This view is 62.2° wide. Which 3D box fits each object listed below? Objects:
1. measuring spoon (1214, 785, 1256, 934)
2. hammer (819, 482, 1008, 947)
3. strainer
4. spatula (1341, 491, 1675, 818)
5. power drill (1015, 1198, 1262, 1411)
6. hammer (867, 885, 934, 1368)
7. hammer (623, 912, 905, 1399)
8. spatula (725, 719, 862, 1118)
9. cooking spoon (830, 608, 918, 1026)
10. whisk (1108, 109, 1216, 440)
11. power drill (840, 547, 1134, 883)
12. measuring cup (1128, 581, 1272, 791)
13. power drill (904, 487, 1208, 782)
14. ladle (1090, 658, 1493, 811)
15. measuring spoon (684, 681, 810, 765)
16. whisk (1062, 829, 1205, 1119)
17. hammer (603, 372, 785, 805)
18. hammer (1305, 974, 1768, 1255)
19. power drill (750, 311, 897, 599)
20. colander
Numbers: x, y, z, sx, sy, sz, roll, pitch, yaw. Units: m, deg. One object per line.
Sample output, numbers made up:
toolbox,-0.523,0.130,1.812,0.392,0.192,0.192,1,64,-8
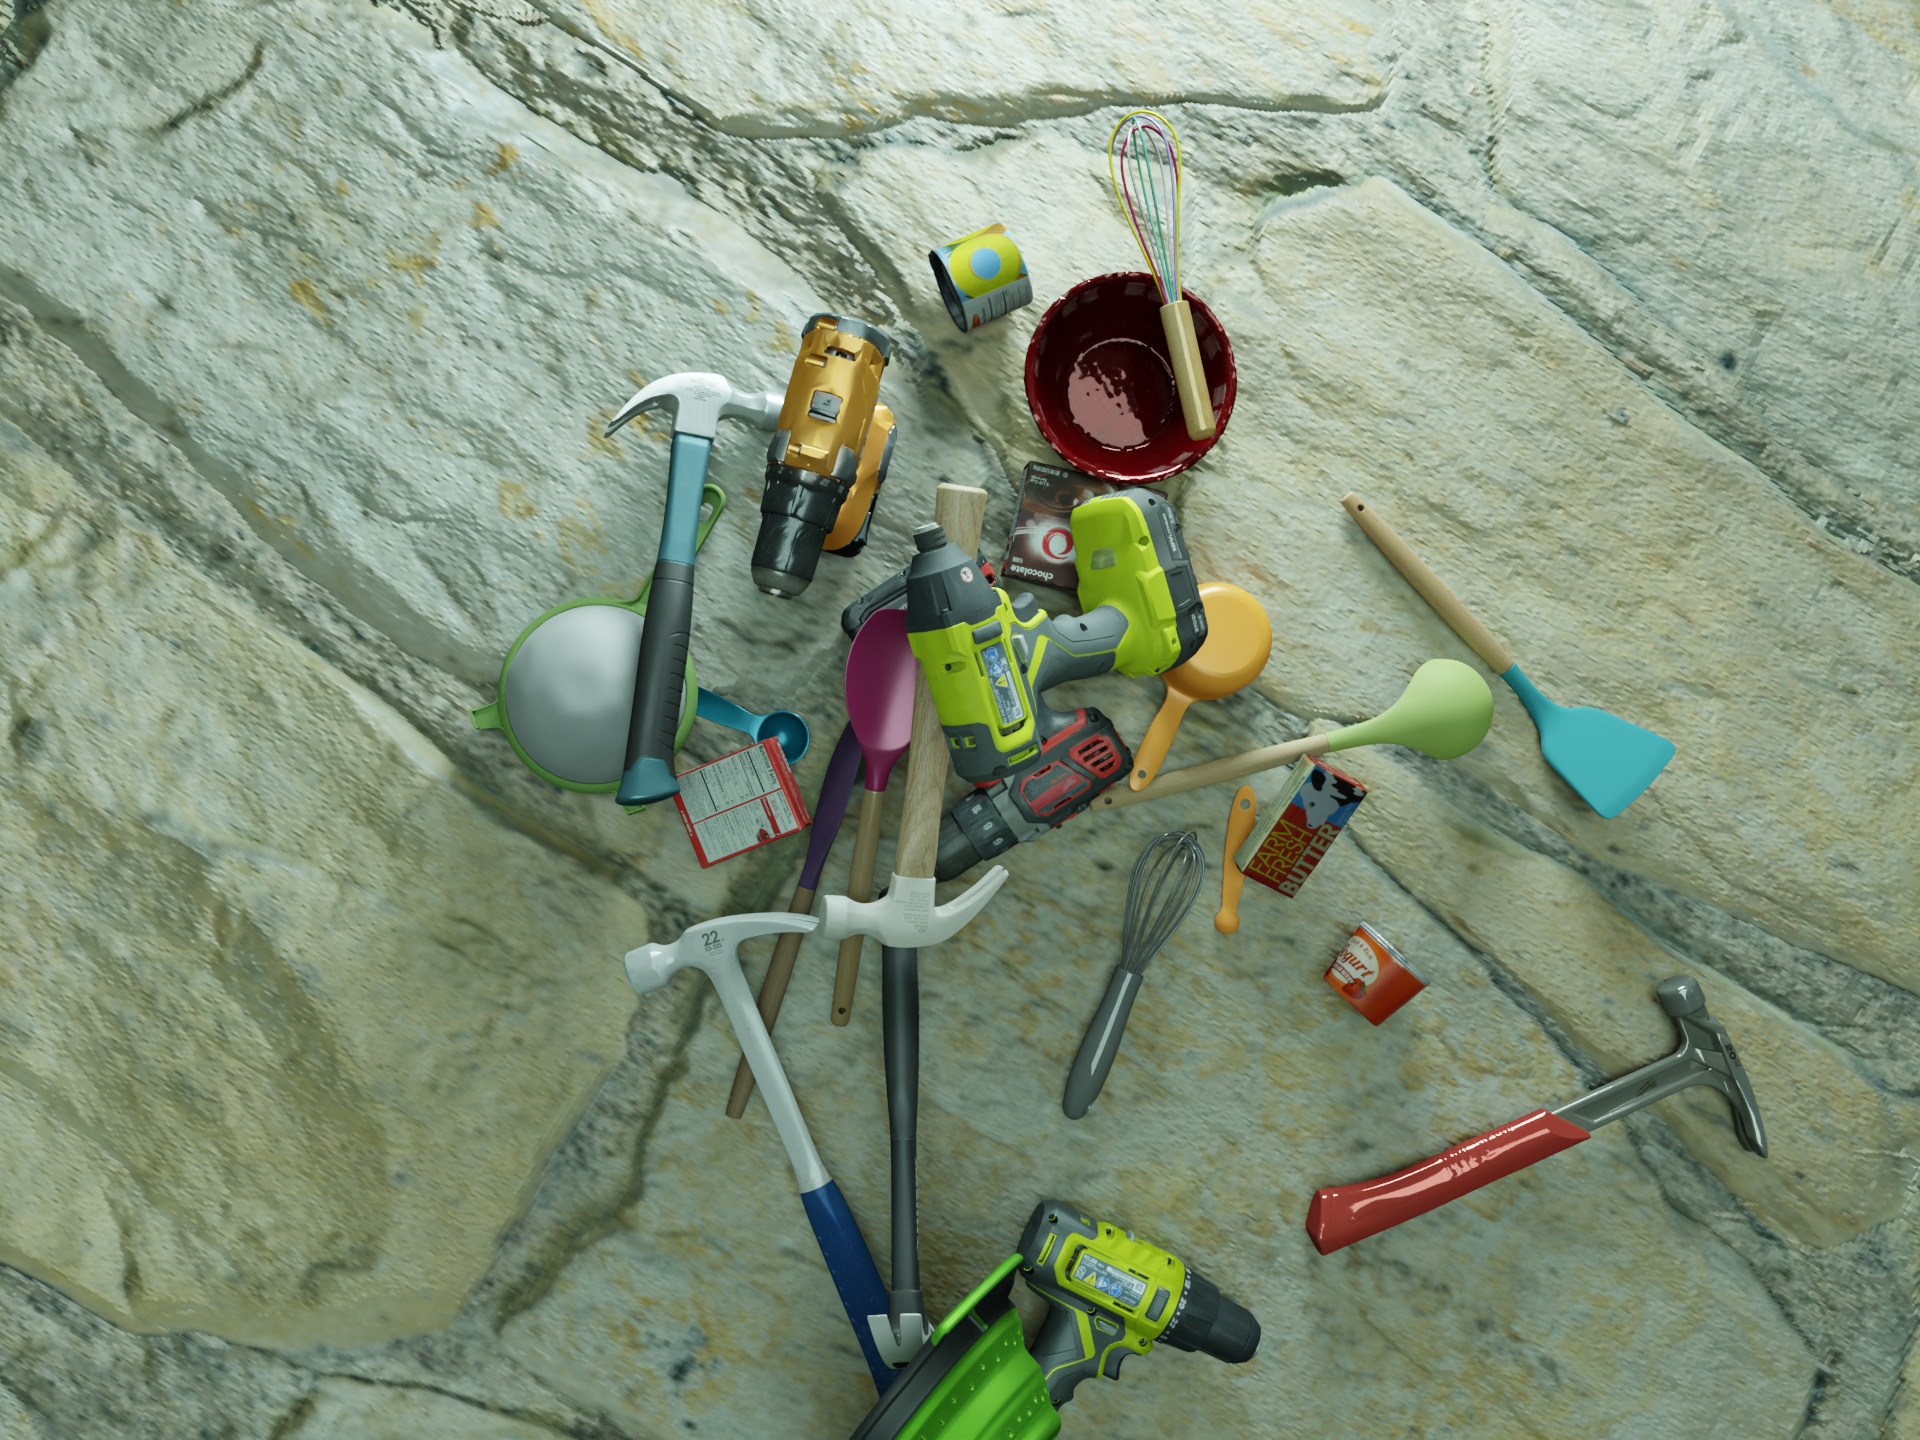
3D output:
measuring spoon,0.214,0.108,1.231,0.021,0.011,0.117,9,88,-3
hammer,-0.017,-0.001,1.130,0.130,0.031,0.331,6,97,-15
strainer,-0.247,-0.068,1.175,0.151,0.069,0.256,29,86,3
spatula,0.412,-0.062,1.233,0.082,0.044,0.317,-44,90,-7
power drill,0.100,0.497,1.182,0.190,0.080,0.228,27,84,-1
hammer,-0.042,0.283,1.136,0.035,0.146,0.335,-3,69,3
hammer,-0.106,0.332,1.176,0.144,0.035,0.405,-22,94,5
spatula,-0.124,0.149,1.196,0.018,0.060,0.316,17,92,-25
cooking spoon,-0.067,0.075,1.163,0.068,0.017,0.319,7,102,-12
whisk,0.156,-0.329,1.171,0.047,0.051,0.245,-13,92,-10
power drill,-0.002,-0.004,1.192,0.188,0.080,0.226,-33,94,1
measuring cup,0.174,-0.025,1.204,0.095,0.052,0.174,28,79,-3
power drill,0.062,-0.076,1.100,0.223,0.080,0.171,-26,104,-38
ladle,0.255,0.023,1.228,0.320,0.062,0.078,-15,94,3
measuring spoon,-0.173,-0.004,1.213,0.128,0.021,0.042,24,92,7
whisk,0.128,0.193,1.208,0.055,0.055,0.239,22,91,-3
hammer,-0.207,-0.099,1.154,0.128,0.033,0.331,10,74,-19
hammer,0.437,0.334,1.226,0.359,0.037,0.149,-23,90,-4
power drill,-0.099,-0.168,1.113,0.084,0.226,0.185,15,88,-3
colander,-0.033,0.543,1.089,0.094,0.204,0.397,37,118,20
